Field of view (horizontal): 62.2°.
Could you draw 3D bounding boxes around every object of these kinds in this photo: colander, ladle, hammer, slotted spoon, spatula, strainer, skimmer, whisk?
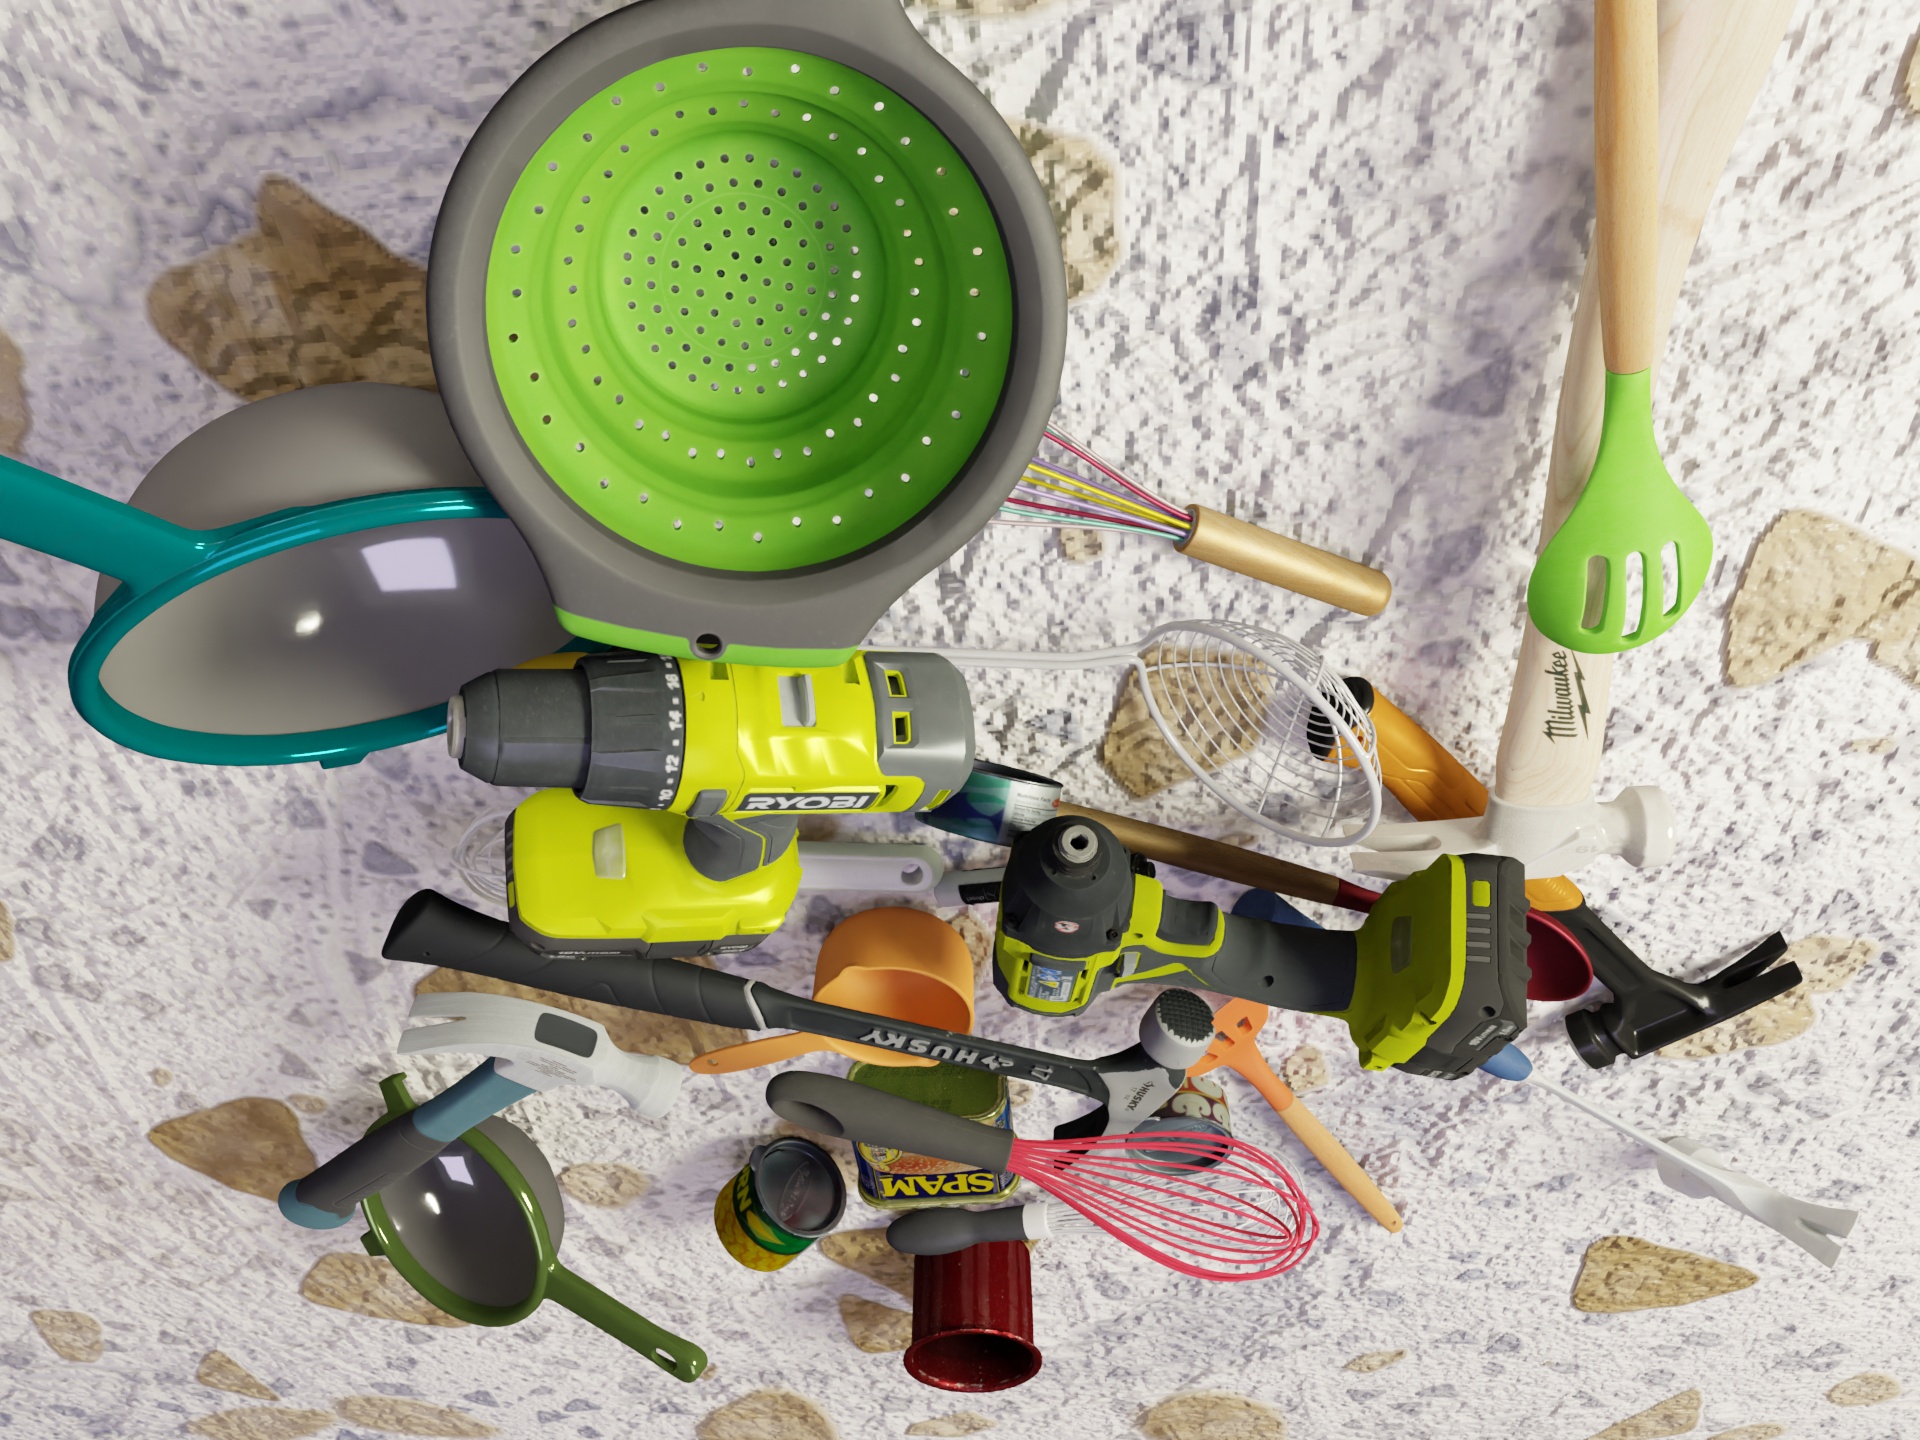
[{"bbox_3d":[-0.054,-0.215,0.513,0.204,0.095,0.397,7,115,-15],"label":"colander"},{"bbox_3d":[0.161,0.080,0.792,0.315,0.031,0.069,16,142,-1],"label":"ladle"},{"bbox_3d":[0.321,0.198,0.885,0.405,0.144,0.035,30,86,-18],"label":"hammer"},{"bbox_3d":[0.227,-0.145,0.546,0.070,0.031,0.313,-12,125,7],"label":"slotted spoon"},{"bbox_3d":[0.210,0.248,0.967,0.081,0.041,0.322,-40,127,3],"label":"spatula"},{"bbox_3d":[-0.254,-0.078,0.556,0.211,0.095,0.340,-25,163,12],"label":"strainer"},{"bbox_3d":[-0.001,-0.002,0.698,0.363,0.090,0.127,3,152,0],"label":"skimmer"},{"bbox_3d":[-0.250,0.314,0.970,0.256,0.069,0.151,25,118,16],"label":"strainer"},{"bbox_3d":[-0.294,0.227,0.879,0.128,0.033,0.331,32,134,-27],"label":"hammer"},{"bbox_3d":[0.043,0.227,0.820,0.296,0.073,0.073,15,132,-2],"label":"whisk"},{"bbox_3d":[-0.085,0.152,0.814,0.408,0.036,0.149,15,133,-11],"label":"hammer"},{"bbox_3d":[-0.131,0.072,0.803,0.246,0.059,0.057,2,106,-7],"label":"whisk"},{"bbox_3d":[0.294,0.076,0.809,0.127,0.034,0.336,-34,124,29],"label":"hammer"},{"bbox_3d":[0.239,-0.093,0.625,0.146,0.038,0.410,-4,128,2],"label":"hammer"},{"bbox_3d":[0.081,0.321,1.028,0.284,0.070,0.070,-13,132,19],"label":"whisk"},{"bbox_3d":[0.073,-0.088,0.658,0.244,0.051,0.047,16,152,-20],"label":"whisk"}]

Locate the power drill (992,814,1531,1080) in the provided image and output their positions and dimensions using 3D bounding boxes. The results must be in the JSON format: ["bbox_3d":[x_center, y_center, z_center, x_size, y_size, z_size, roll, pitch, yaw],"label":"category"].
[{"bbox_3d":[0.127,0.096,0.709,0.223,0.080,0.171,7,155,2],"label":"power drill"}]

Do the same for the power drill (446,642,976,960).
[{"bbox_3d":[-0.121,0.034,0.660,0.190,0.080,0.228,1,157,-24],"label":"power drill"}]

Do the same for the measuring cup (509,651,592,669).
[{"bbox_3d":[-0.171,0.003,0.716,0.062,0.029,0.156,-19,169,-4],"label":"measuring cup"}]

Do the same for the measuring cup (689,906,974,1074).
[{"bbox_3d":[-0.073,0.154,0.875,0.173,0.052,0.095,-19,130,21],"label":"measuring cup"}]
